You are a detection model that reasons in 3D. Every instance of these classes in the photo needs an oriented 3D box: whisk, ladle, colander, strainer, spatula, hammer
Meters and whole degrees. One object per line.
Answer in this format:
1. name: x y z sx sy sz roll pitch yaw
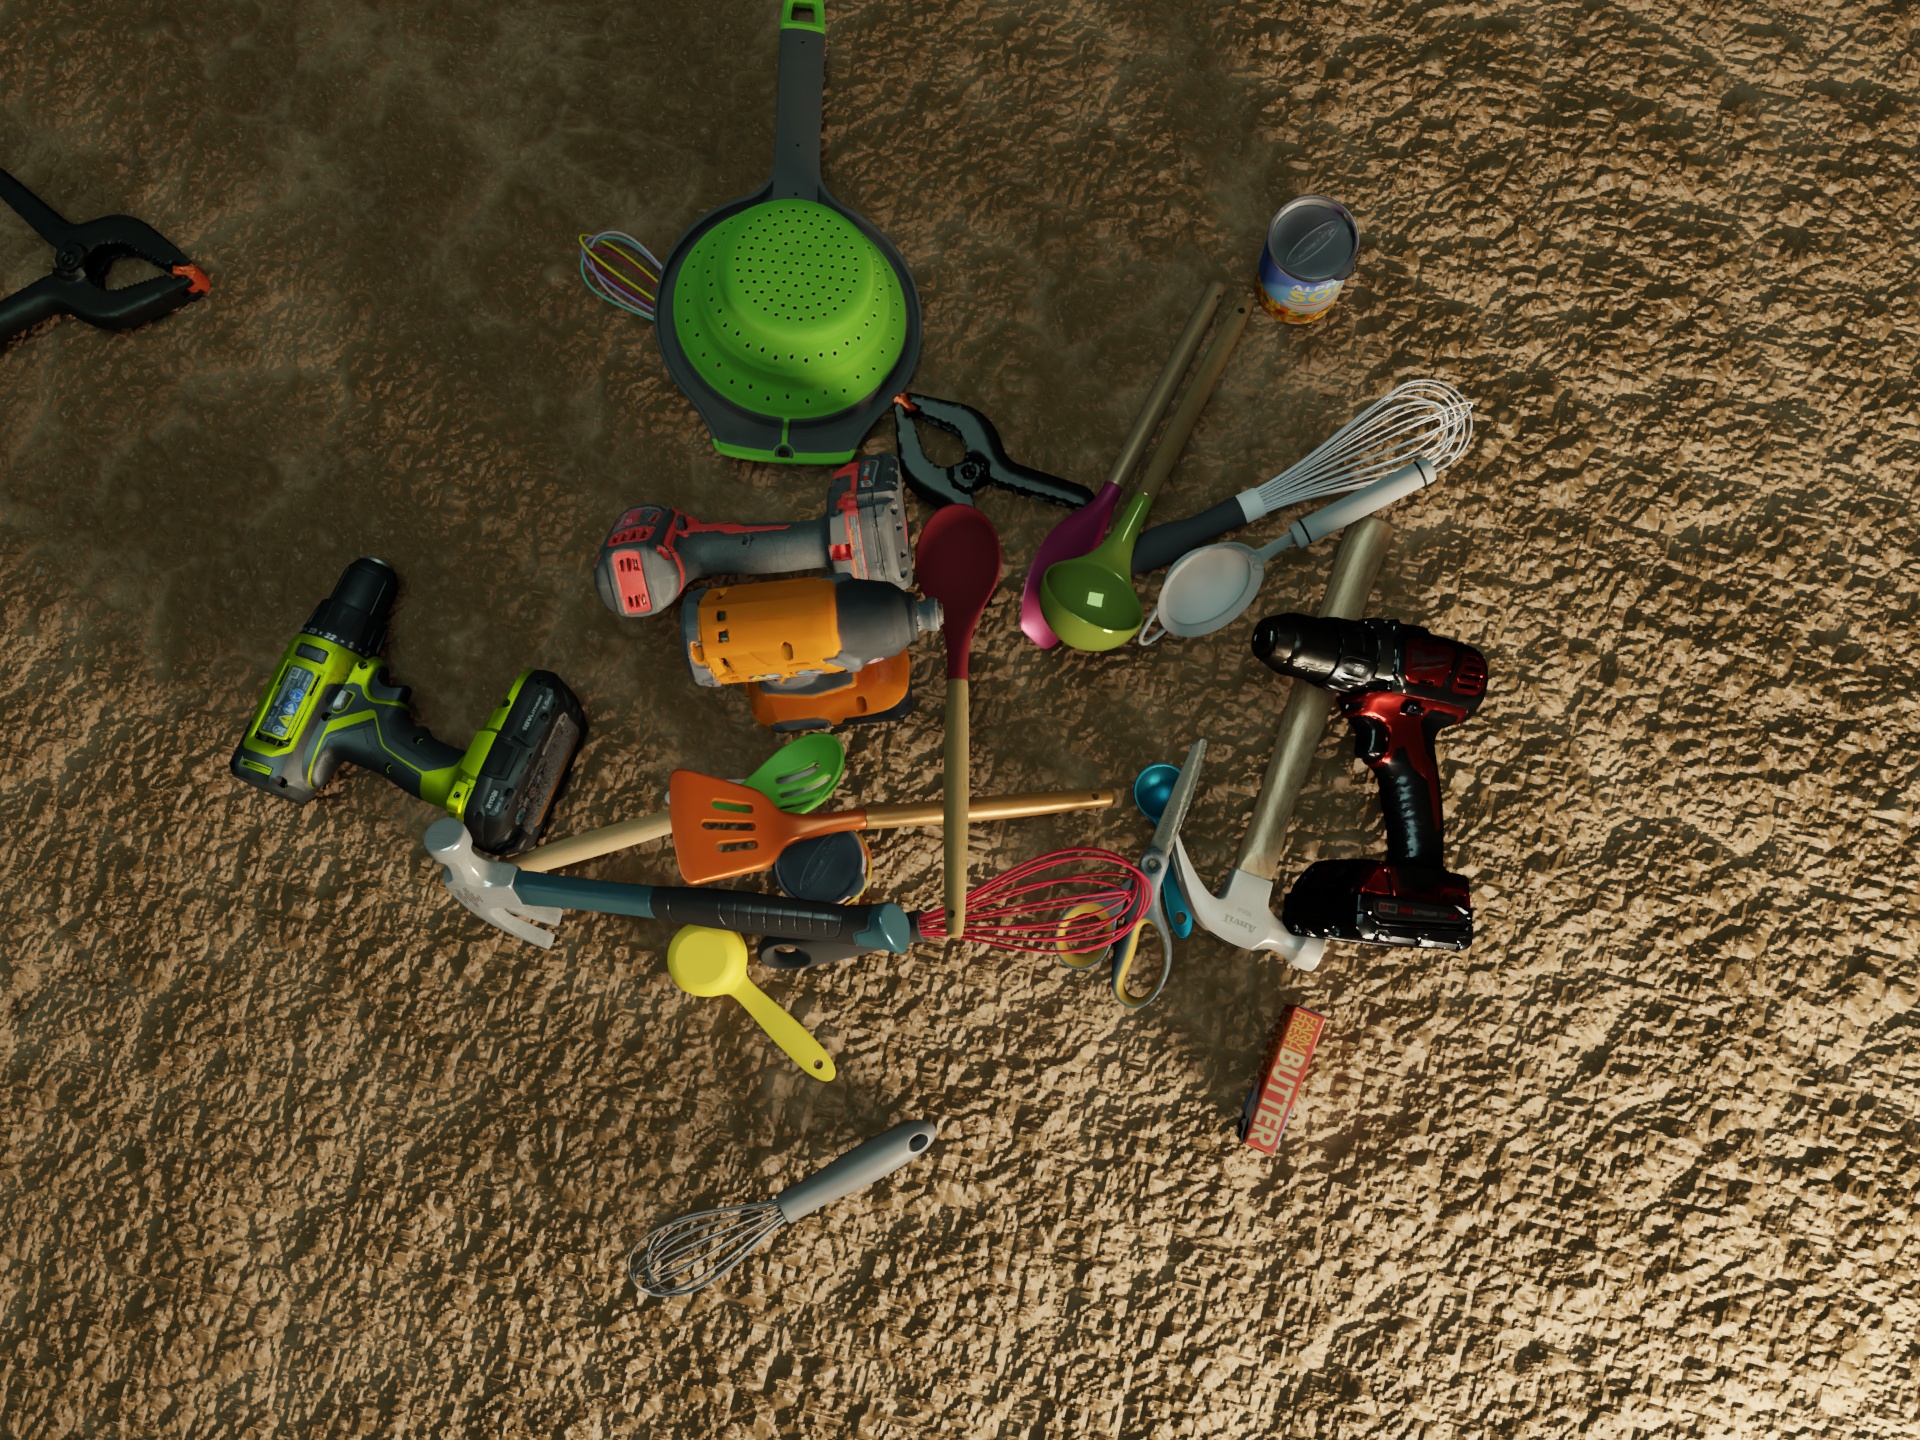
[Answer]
1. whisk: 0.244 -0.172 1.174 0.284 0.070 0.070 -24 81 6
2. whisk: -0.009 0.141 1.125 0.296 0.073 0.073 -12 81 16
3. ladle: 0.148 -0.188 1.160 0.078 0.062 0.320 28 74 0
4. colander: -0.123 -0.394 1.194 0.204 0.094 0.397 3 77 -9
5. whisk: -0.200 -0.300 1.227 0.245 0.047 0.051 38 85 5
6. strainer: 0.238 -0.131 1.150 0.258 0.086 0.050 -27 50 8
7. spatula: -0.042 0.065 1.116 0.322 0.041 0.081 -4 71 -16
8. ladle: -0.002 -0.004 1.125 0.069 0.031 0.316 -8 71 25
9. hammer: -0.200 0.128 1.111 0.331 0.128 0.033 5 55 9
10. hammer: 0.245 0.004 1.152 0.130 0.031 0.331 21 81 -3
11. whisk: -0.126 0.342 1.128 0.239 0.055 0.055 -27 81 -5

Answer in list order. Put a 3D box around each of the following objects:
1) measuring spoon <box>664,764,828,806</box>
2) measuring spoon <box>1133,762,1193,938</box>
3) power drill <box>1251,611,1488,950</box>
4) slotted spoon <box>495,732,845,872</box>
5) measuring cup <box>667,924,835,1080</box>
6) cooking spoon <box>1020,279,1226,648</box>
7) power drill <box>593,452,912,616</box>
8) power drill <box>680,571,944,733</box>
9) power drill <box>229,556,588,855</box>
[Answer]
1. measuring spoon: -0.161 0.052 1.184 0.124 0.018 0.034 -5 82 3
2. measuring spoon: 0.151 0.095 1.161 0.042 0.021 0.128 -8 90 -11
3. power drill: 0.276 0.038 1.094 0.187 0.080 0.227 10 80 -27
4. slotted spoon: -0.227 0.077 1.169 0.314 0.031 0.070 -17 47 8
5. measuring cup: -0.150 0.206 1.154 0.156 0.029 0.062 42 86 11
6. cooking spoon: 0.126 -0.196 1.187 0.017 0.068 0.319 16 74 44
7. power drill: -0.148 -0.133 1.157 0.219 0.143 0.078 -8 113 1
8. power drill: -0.087 -0.048 1.088 0.164 0.226 0.084 -6 82 3
9. power drill: -0.402 -0.010 1.180 0.228 0.080 0.191 18 74 10
